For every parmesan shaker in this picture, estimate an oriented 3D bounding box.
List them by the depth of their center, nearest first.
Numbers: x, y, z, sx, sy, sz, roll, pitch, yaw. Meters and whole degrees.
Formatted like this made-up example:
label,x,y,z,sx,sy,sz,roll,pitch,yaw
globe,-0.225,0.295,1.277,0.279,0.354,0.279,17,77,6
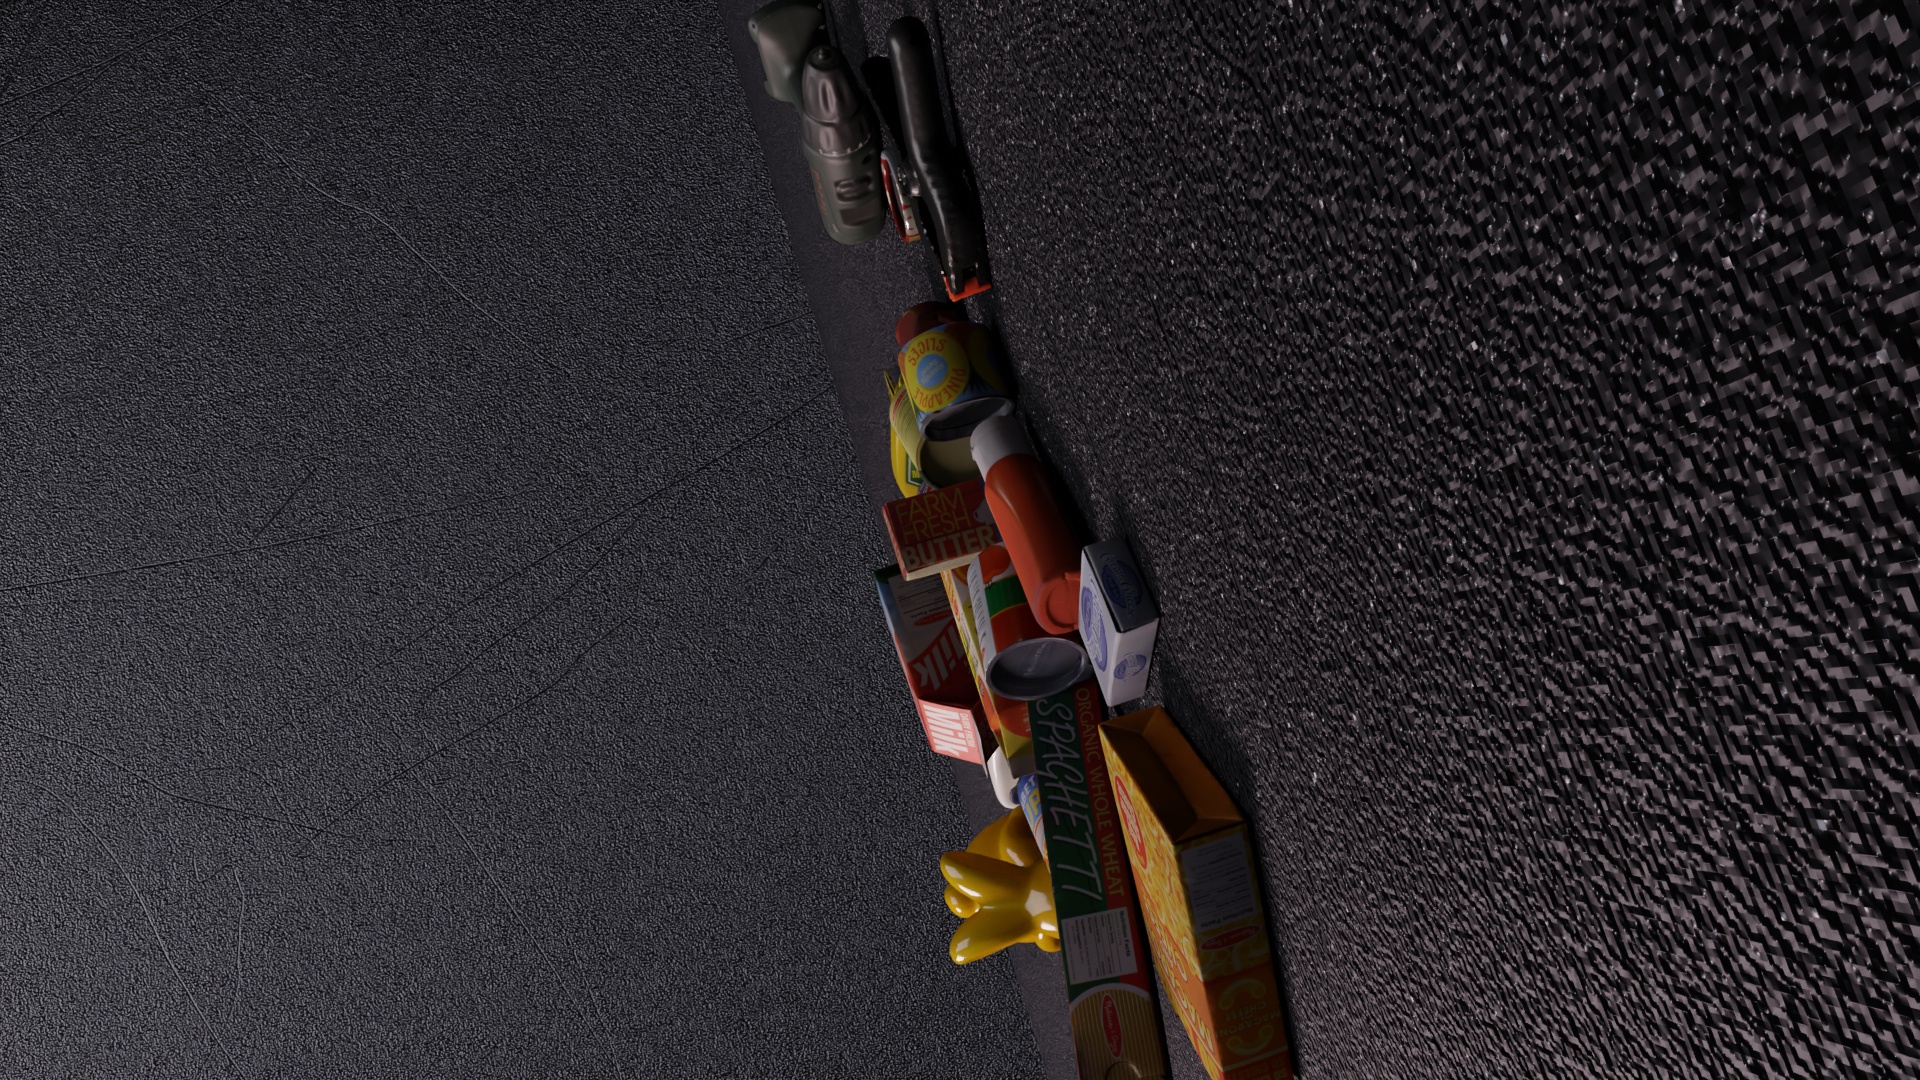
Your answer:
label,x,y,z,sx,sy,sz,roll,pitch,yaw
parmesan shaker,-0.014,-0.081,1.078,0.103,0.071,0.071,-120,14,-62

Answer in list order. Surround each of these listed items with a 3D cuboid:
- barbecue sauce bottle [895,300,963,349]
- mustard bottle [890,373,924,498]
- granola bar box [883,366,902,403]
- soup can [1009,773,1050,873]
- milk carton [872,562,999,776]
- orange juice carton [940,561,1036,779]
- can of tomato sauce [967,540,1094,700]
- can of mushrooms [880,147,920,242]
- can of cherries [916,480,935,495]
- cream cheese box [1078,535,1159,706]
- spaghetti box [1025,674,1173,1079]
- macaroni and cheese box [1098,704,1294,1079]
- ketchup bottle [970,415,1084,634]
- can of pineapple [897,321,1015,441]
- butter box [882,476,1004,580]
label,x,y,z,sx,sy,sz,roll,pitch,yaw
barbecue sauce bottle,-0.024,-0.157,1.085,0.149,0.044,0.064,-124,19,-73
mustard bottle,-0.032,-0.104,1.217,0.159,0.065,0.049,85,171,-45
granola bar box,-0.032,-0.077,1.390,0.125,0.039,0.164,-114,9,-48
soup can,0.080,0.198,0.975,0.084,0.071,0.071,-115,11,-53
milk carton,-0.009,0.100,1.131,0.191,0.073,0.072,-113,8,-46
orange juice carton,0.040,0.067,0.977,0.072,0.072,0.193,92,161,-72
can of tomato sauce,0.044,0.050,0.889,0.070,0.071,0.083,81,179,-49
can of mushrooms,-0.031,-0.241,0.966,0.071,0.033,0.071,166,87,-83
can of cherries,-0.001,-0.024,1.118,0.058,0.071,0.071,-124,18,-69
cream cheese box,0.083,0.045,0.750,0.103,0.024,0.053,85,167,-62
spaghetti box,0.081,0.201,0.841,0.028,0.050,0.251,57,-158,-56
macaroni and cheese box,0.121,0.188,0.723,0.124,0.040,0.165,-120,14,-68
ketchup bottle,0.043,-0.016,0.860,0.064,0.043,0.149,76,174,-50
can of pineapple,-0.004,-0.106,0.925,0.071,0.071,0.058,94,159,-73
butter box,0.003,-0.012,0.946,0.024,0.103,0.053,96,158,-72
